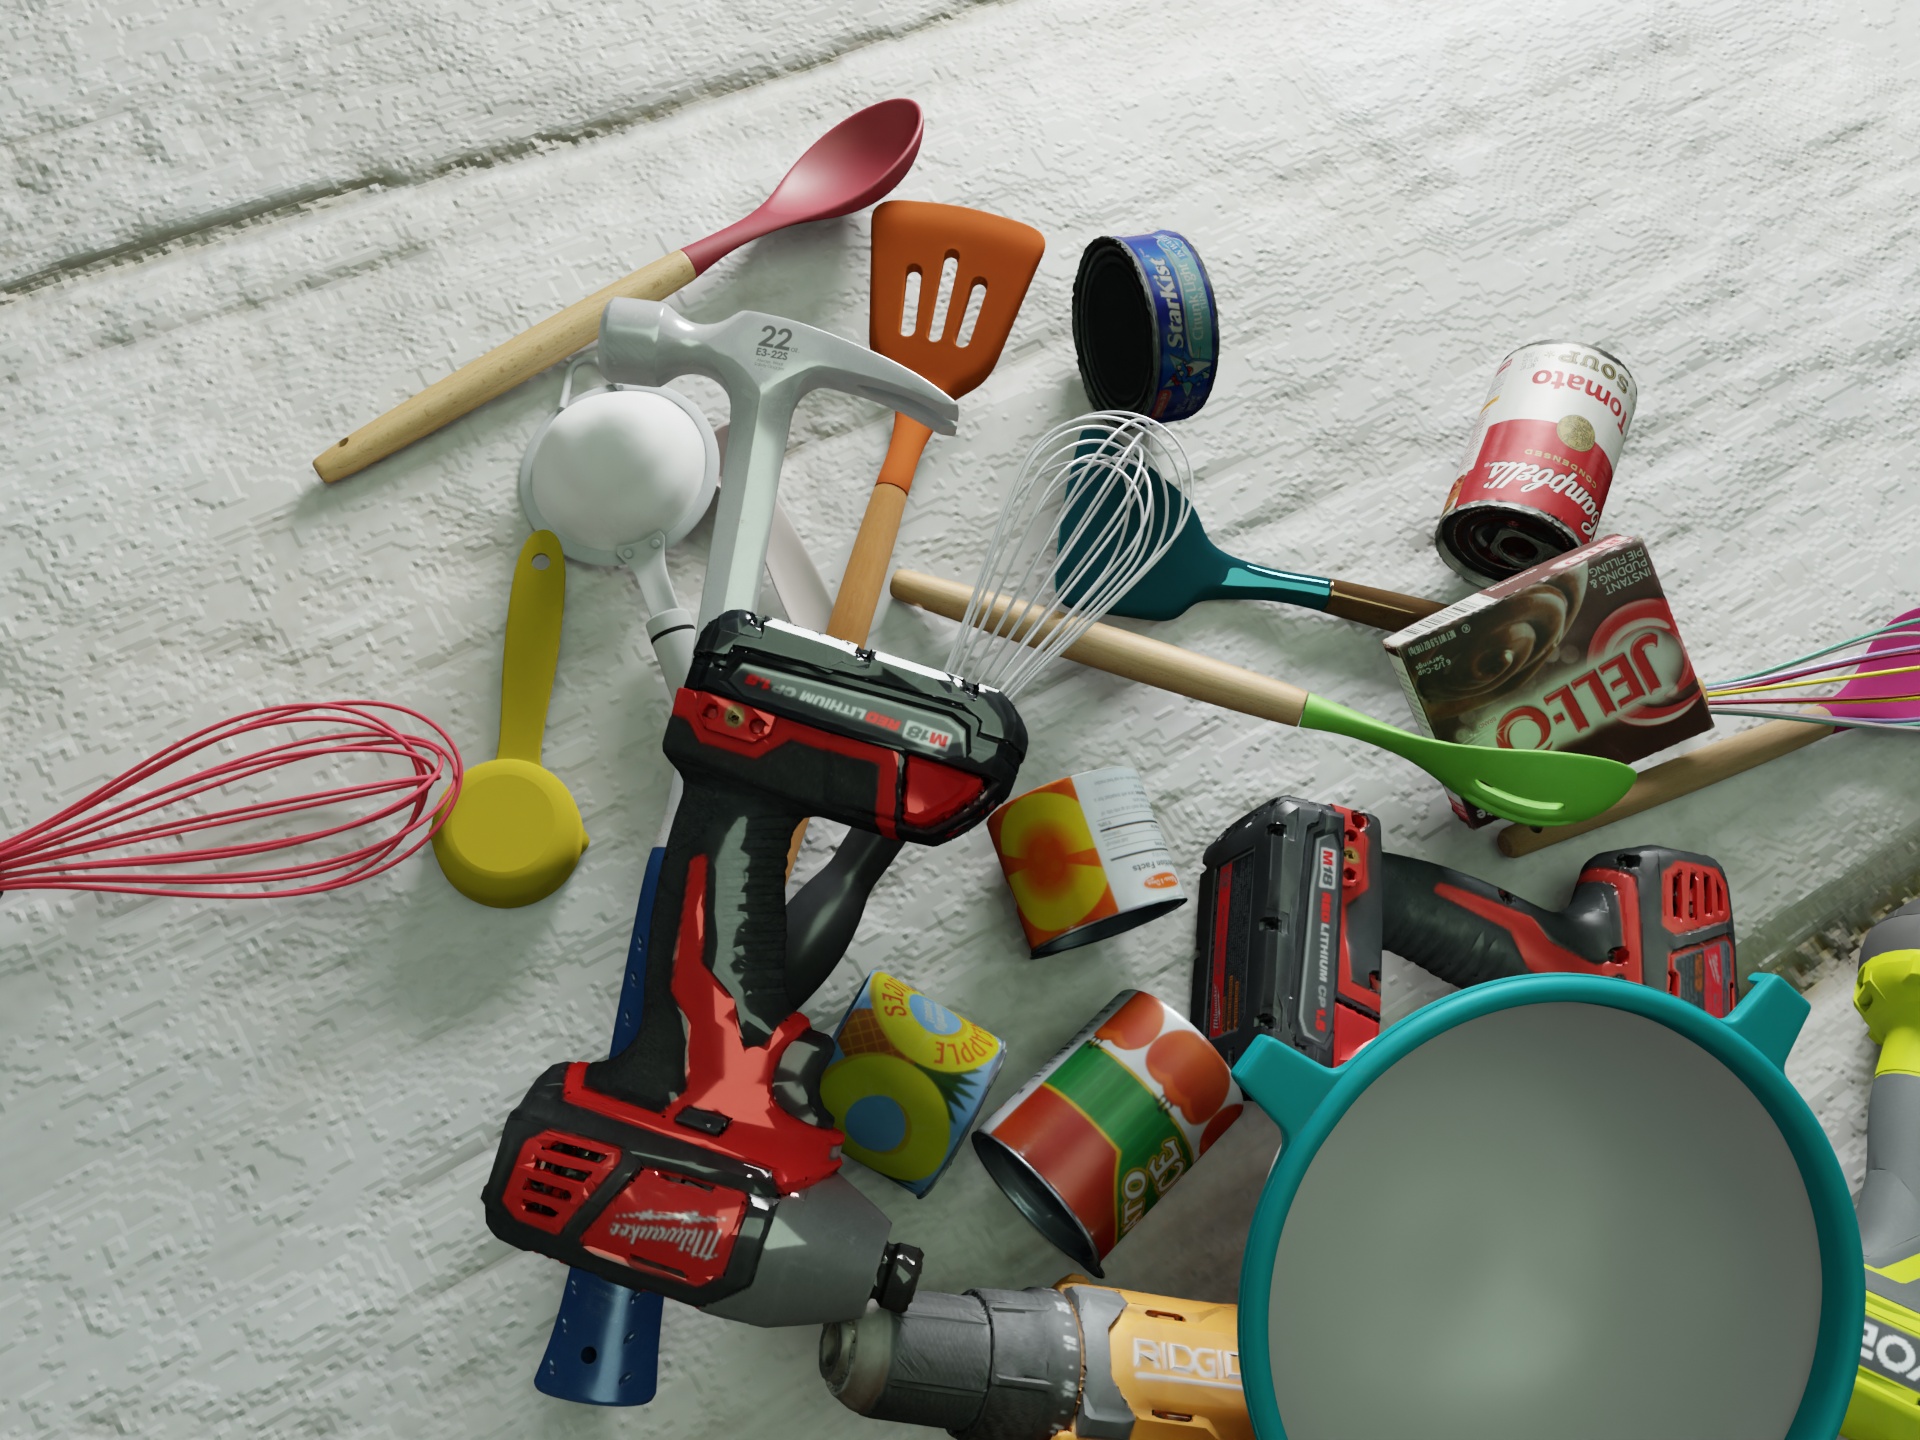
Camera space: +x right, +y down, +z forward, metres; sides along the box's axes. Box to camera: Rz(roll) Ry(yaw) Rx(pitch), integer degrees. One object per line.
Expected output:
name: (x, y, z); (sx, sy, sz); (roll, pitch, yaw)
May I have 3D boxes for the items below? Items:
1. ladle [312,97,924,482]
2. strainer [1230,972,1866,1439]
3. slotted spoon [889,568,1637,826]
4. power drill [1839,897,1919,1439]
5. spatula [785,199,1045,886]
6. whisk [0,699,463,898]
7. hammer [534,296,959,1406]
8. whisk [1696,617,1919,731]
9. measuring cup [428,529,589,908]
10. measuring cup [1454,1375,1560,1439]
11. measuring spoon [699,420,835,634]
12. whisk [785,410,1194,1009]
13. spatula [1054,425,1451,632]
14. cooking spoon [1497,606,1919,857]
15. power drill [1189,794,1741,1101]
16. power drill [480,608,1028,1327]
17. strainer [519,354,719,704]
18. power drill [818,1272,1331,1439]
ladle: (-0.142, -0.189, 0.701); (0.315, 0.031, 0.069); (-36, 42, -17)
strainer: (0.189, 0.249, 0.543); (0.211, 0.095, 0.340); (-5, 91, -9)
slotted spoon: (0.117, -0.011, 0.660); (0.314, 0.070, 0.031); (18, 78, 11)
power drill: (0.417, 0.195, 0.634); (0.171, 0.080, 0.223); (21, 65, 26)
spatula: (-0.037, -0.081, 0.672); (0.081, 0.041, 0.323); (13, 66, 5)
whisk: (-0.328, 0.049, 0.570); (0.296, 0.073, 0.073); (-13, 74, -9)
hammer: (-0.095, 0.039, 0.595); (0.144, 0.035, 0.406); (8, 79, 0)
whisk: (0.355, -0.013, 0.717); (0.245, 0.047, 0.051); (-5, 101, 0)
measuring cup: (-0.173, -0.005, 0.627); (0.062, 0.029, 0.157); (5, 76, -9)
measuring cup: (0.172, 0.297, 0.585); (0.173, 0.052, 0.095); (-13, 74, -17)
measuring spoon: (-0.077, -0.071, 0.686); (0.034, 0.018, 0.124); (-24, 84, -14)
whisk: (0.000, -0.001, 0.626); (0.070, 0.070, 0.284); (33, 86, 1)
spatula: (0.192, -0.052, 0.716); (0.317, 0.044, 0.082); (13, 76, -8)
cooking spoon: (0.385, 0.008, 0.748); (0.319, 0.017, 0.069); (-18, 64, -17)
power drill: (0.212, 0.131, 0.642); (0.226, 0.080, 0.188); (11, 70, -11)
power drill: (-0.057, 0.087, 0.531); (0.143, 0.078, 0.220); (18, 82, 4)
strainer: (-0.121, -0.046, 0.654); (0.087, 0.050, 0.258); (-21, 80, -1)
power drill: (0.041, 0.292, 0.509); (0.185, 0.084, 0.226); (16, 48, -20)
